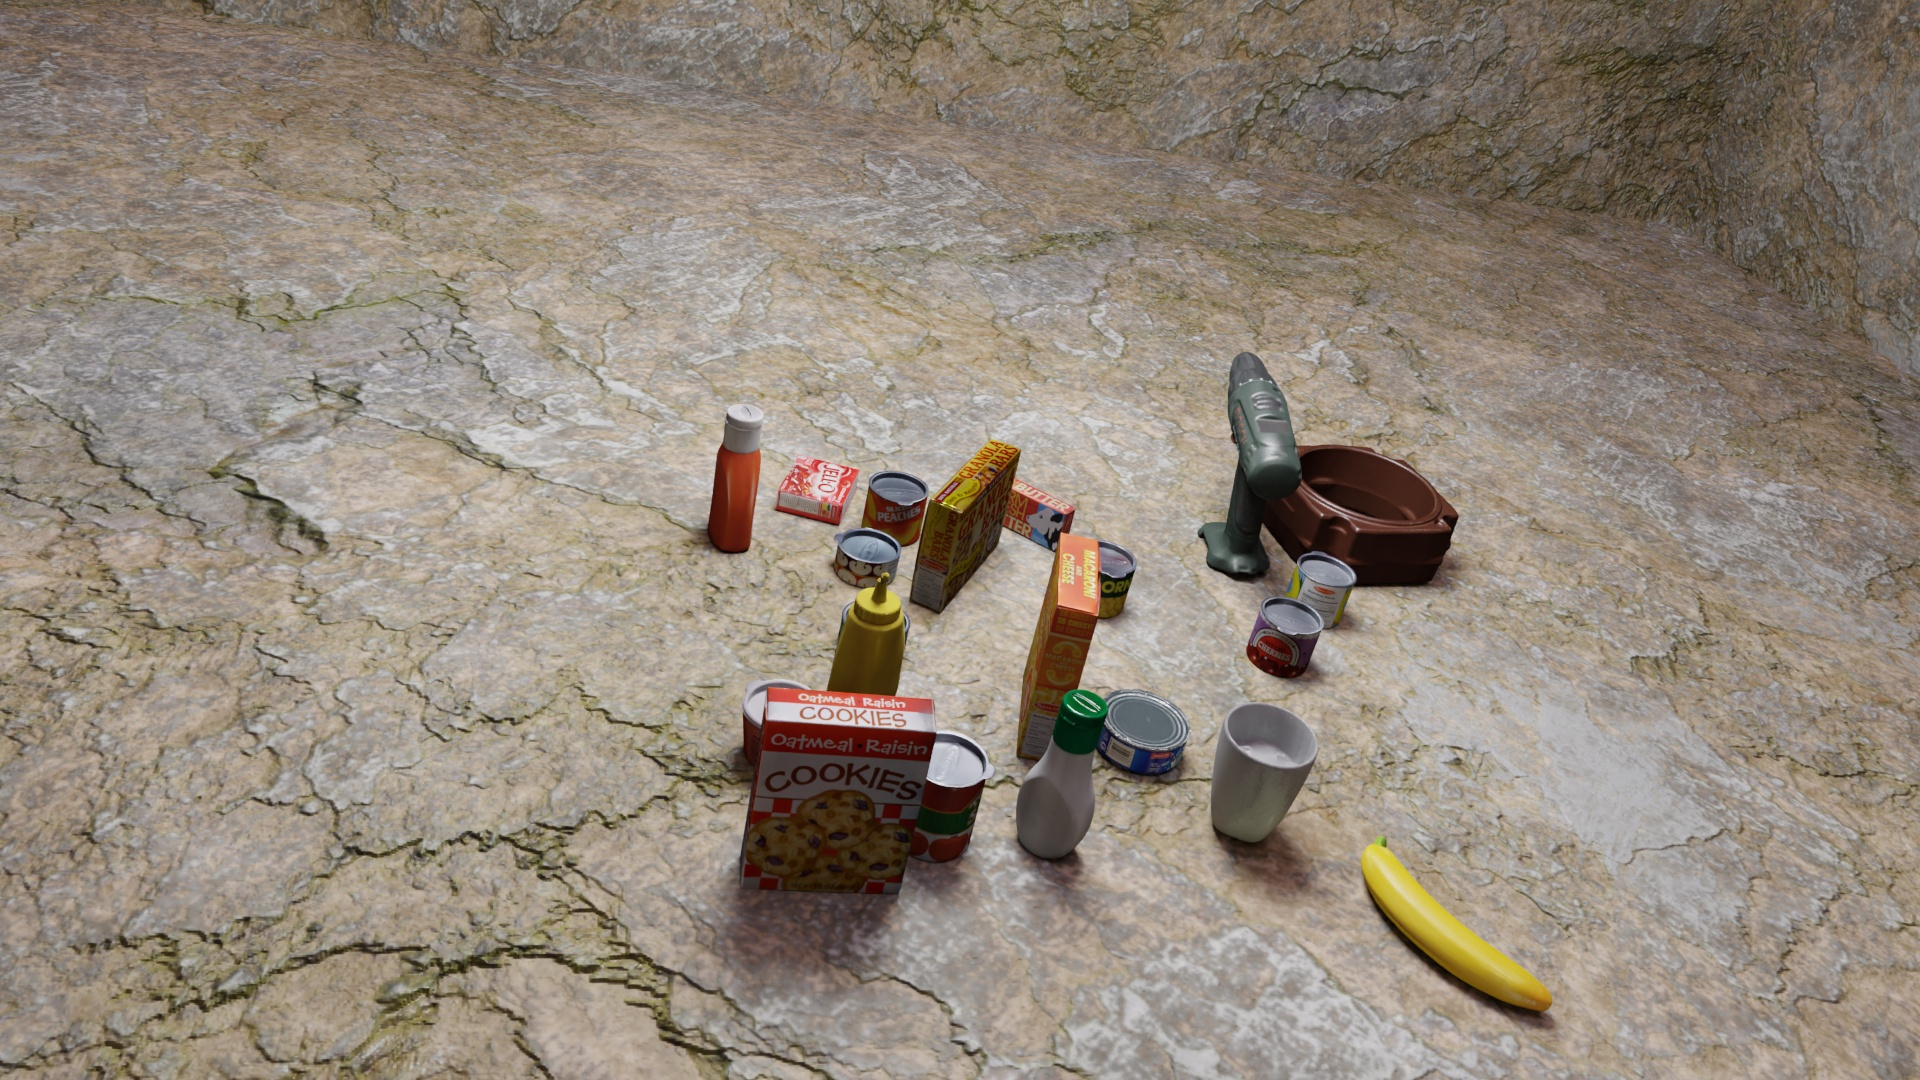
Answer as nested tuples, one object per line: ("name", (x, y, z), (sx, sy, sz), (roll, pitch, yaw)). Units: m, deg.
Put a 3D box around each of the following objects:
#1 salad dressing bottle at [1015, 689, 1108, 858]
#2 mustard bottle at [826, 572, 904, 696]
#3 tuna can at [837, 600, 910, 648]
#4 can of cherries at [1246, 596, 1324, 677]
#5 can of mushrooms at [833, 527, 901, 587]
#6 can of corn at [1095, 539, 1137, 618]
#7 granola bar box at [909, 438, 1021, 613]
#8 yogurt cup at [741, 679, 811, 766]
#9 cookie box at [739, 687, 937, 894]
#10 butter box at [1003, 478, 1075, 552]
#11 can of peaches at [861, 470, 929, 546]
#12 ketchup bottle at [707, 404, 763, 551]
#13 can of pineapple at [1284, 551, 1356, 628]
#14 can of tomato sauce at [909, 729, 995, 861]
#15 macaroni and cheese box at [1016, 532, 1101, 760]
("salad dressing bottle", (0.084, 0.187, 1.113), (0.064, 0.146, 0.044), (32, 36, 29))
("mustard bottle", (-0.078, 0.090, 1.199), (0.049, 0.159, 0.065), (27, 34, 23))
("tuna can", (-0.083, 0.089, 1.322), (0.071, 0.032, 0.071), (9, 31, -6))
("can of cherries", (0.333, 0.100, 1.432), (0.071, 0.058, 0.072), (9, 31, -6))
("can of mushrooms", (-0.098, 0.017, 1.432), (0.071, 0.033, 0.071), (9, 31, -6))
("can of corn", (0.147, 0.042, 1.459), (0.071, 0.058, 0.071), (9, 31, -6))
("granola bar box", (0.005, -0.018, 1.440), (0.039, 0.123, 0.166), (21, 32, 14))
("yogurt cup", (-0.152, 0.158, 1.165), (0.072, 0.053, 0.073), (9, 31, -6))
("cookie box", (-0.093, 0.187, 1.029), (0.123, 0.166, 0.040), (6, 32, -12))
("butter box", (0.076, -0.033, 1.558), (0.103, 0.052, 0.024), (28, 34, 23))
("can of peaches", (-0.071, -0.033, 1.500), (0.071, 0.057, 0.071), (9, 31, -6))
("ketchup bottle", (-0.227, -0.065, 1.407), (0.043, 0.148, 0.065), (-2, 34, -23))
("can of pineapple", (0.395, 0.055, 1.530), (0.071, 0.057, 0.071), (9, 31, -6))
("can of tomato sauce", (-0.015, 0.205, 1.111), (0.071, 0.082, 0.071), (9, 31, -6))
("macaroni and cheese box", (0.089, 0.096, 1.246), (0.040, 0.165, 0.124), (12, 31, -1))
